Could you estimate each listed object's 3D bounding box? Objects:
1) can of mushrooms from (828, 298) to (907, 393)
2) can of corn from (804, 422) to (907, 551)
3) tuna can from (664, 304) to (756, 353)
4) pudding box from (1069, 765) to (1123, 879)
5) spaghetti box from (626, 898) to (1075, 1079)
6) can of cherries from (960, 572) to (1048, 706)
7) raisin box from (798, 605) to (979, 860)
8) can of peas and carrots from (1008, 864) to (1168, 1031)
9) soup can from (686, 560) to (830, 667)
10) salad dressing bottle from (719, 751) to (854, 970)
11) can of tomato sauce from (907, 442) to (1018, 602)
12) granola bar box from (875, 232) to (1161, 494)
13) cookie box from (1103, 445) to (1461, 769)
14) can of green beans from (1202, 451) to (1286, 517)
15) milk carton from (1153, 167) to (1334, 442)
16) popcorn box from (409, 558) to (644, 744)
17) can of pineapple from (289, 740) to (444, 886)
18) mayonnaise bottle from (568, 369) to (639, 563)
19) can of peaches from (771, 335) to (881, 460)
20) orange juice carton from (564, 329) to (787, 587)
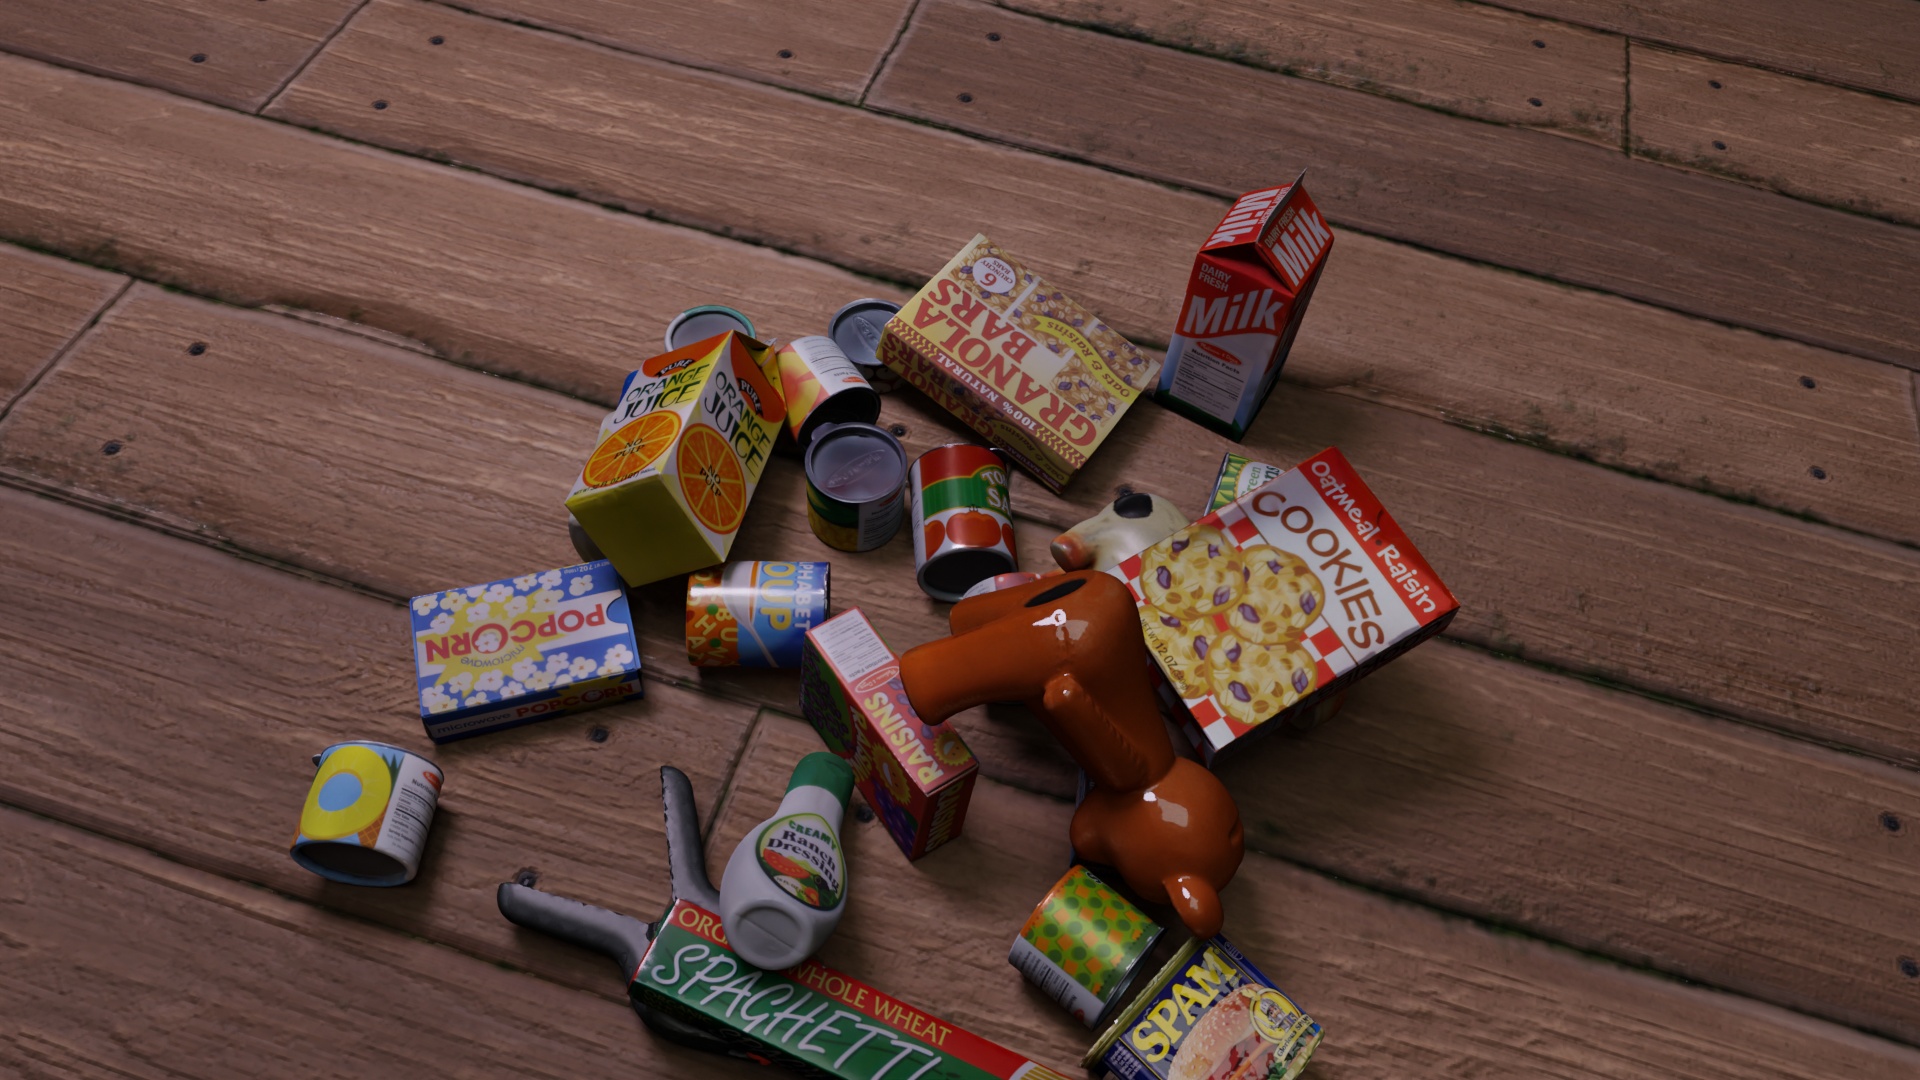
[{"bbox_3d":[-0.061,-0.142,1.013,0.071,0.033,0.071,2,54,-3],"label":"can of mushrooms"},{"bbox_3d":[-0.071,-0.036,0.919,0.071,0.058,0.071,3,54,-3],"label":"can of corn"},{"bbox_3d":[-0.176,-0.135,0.996,0.071,0.032,0.071,2,54,-3],"label":"tuna can"},{"bbox_3d":[0.093,0.154,0.815,0.050,0.030,0.084,9,54,0],"label":"pudding box"},{"bbox_3d":[-0.046,0.257,0.703,0.250,0.028,0.050,25,52,0],"label":"spaghetti box"},{"bbox_3d":[0.037,0.061,0.857,0.071,0.071,0.058,-3,54,-8],"label":"can of cherries"},{"bbox_3d":[-0.043,0.111,0.799,0.040,0.085,0.124,-25,60,-27],"label":"raisin box"},{"bbox_3d":[0.069,0.216,0.746,0.059,0.070,0.071,35,59,19],"label":"can of peas and carrots"},{"bbox_3d":[-0.122,0.043,0.849,0.084,0.071,0.072,1,54,-4],"label":"soup can"},{"bbox_3d":[-0.086,0.165,0.742,0.064,0.044,0.148,33,21,-8],"label":"salad dressing bottle"},{"bbox_3d":[0.003,-0.011,0.903,0.071,0.070,0.083,-1,55,-6],"label":"can of tomato sauce"},{"bbox_3d":[0.041,-0.127,0.986,0.165,0.039,0.125,37,57,4],"label":"granola bar box"},{"bbox_3d":[0.182,0.035,0.806,0.168,0.040,0.123,-28,67,-10],"label":"cookie box"},{"bbox_3d":[0.195,-0.020,0.928,0.058,0.071,0.071,18,55,7],"label":"can of green beans"},{"bbox_3d":[0.197,-0.164,0.956,0.073,0.189,0.073,28,57,14],"label":"milk carton"},{"bbox_3d":[-0.262,0.065,0.841,0.127,0.038,0.085,-12,55,-13],"label":"popcorn box"},{"bbox_3d":[-0.324,0.150,0.757,0.071,0.070,0.058,5,54,-2],"label":"can of pineapple"},{"bbox_3d":[-0.219,-0.050,0.916,0.041,0.064,0.149,-3,49,8],"label":"mayonnaise bottle"},{"bbox_3d":[-0.099,-0.097,0.958,0.071,0.071,0.058,-26,61,-22],"label":"can of peaches"},{"bbox_3d":[-0.170,-0.067,0.880,0.071,0.072,0.194,-15,37,23],"label":"orange juice carton"}]
